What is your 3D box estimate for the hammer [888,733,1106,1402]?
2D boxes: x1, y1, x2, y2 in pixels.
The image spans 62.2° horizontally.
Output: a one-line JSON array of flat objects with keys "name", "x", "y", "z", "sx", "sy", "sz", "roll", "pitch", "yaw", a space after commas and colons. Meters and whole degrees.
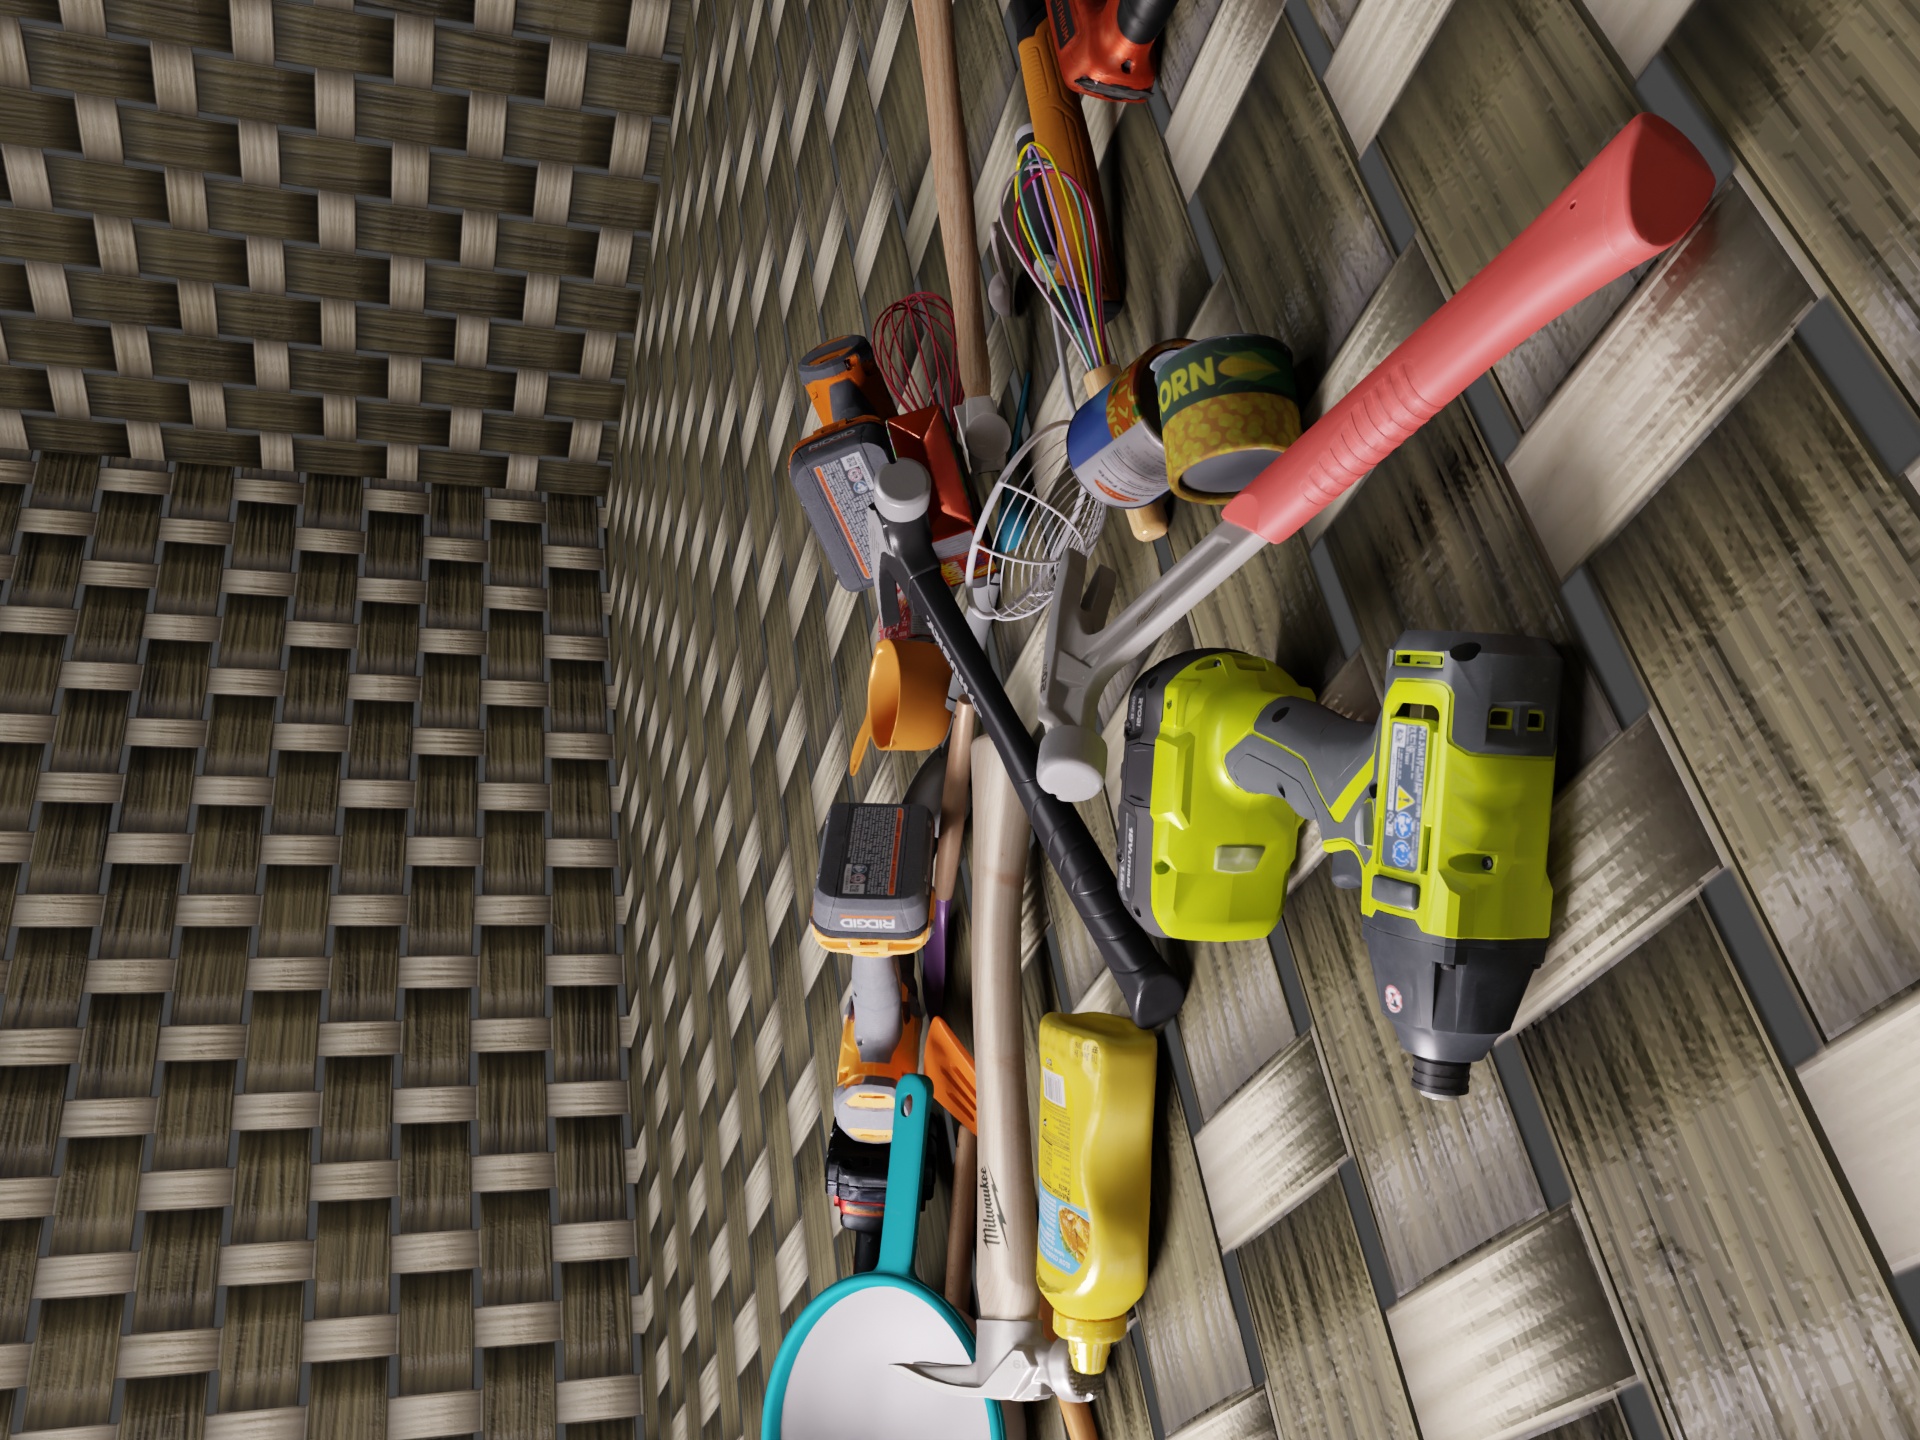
[{"name": "hammer", "x": 0.018, "y": 0.209, "z": 1.014, "sx": 0.146, "sy": 0.038, "sz": 0.411, "roll": -17, "pitch": 65, "yaw": 39}]

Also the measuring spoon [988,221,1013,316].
[{"name": "measuring spoon", "x": 0.023, "y": -0.309, "z": 1.081, "sx": 0.124, "sy": 0.018, "sz": 0.034, "roll": 46, "pitch": -134, "yaw": -80}]

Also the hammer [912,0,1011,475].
[{"name": "hammer", "x": -0.001, "y": -0.333, "z": 1.092, "sx": 0.130, "sy": 0.031, "sz": 0.331, "roll": -135, "pitch": 38, "yaw": -88}]

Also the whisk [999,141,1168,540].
[{"name": "whisk", "x": 0.073, "y": -0.218, "z": 0.910, "sx": 0.047, "sy": 0.051, "sz": 0.245, "roll": -23, "pitch": 79, "yaw": 36}]

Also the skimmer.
[{"name": "skimmer", "x": 0.034, "y": -0.235, "z": 1.009, "sx": 0.127, "sy": 0.090, "sz": 0.364, "roll": 66, "pitch": -164, "yaw": -62}]

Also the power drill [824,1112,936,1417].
[{"name": "power drill", "x": -0.064, "y": 0.414, "z": 1.214, "sx": 0.188, "sy": 0.080, "sz": 0.226, "roll": -93, "pitch": 7, "yaw": -83}]

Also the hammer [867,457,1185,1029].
[{"name": "hammer", "x": 0.032, "y": 0.020, "z": 0.898, "sx": 0.335, "sy": 0.035, "sz": 0.146, "roll": 61, "pitch": 166, "yaw": 18}]

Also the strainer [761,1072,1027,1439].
[{"name": "strainer", "x": -0.023, "y": 0.415, "z": 1.071, "sx": 0.211, "sy": 0.095, "sz": 0.340, "roll": -8, "pitch": 70, "yaw": 40}]

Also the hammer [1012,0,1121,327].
[{"name": "hammer", "x": 0.059, "y": -0.406, "z": 0.980, "sx": 0.034, "sy": 0.127, "sz": 0.337, "roll": 155, "pitch": 106, "yaw": -67}]

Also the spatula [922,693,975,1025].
[{"name": "spatula", "x": -0.010, "y": 0.110, "z": 1.161, "sx": 0.060, "sy": 0.018, "sz": 0.315, "roll": -110, "pitch": 21, "yaw": -50}]

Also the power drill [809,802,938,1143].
[{"name": "power drill", "x": -0.058, "y": 0.165, "z": 1.156, "sx": 0.185, "sy": 0.084, "sz": 0.226, "roll": -86, "pitch": -3, "yaw": -56}]

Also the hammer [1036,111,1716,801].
[{"name": "hammer", "x": 0.142, "y": -0.106, "z": 0.647, "sx": 0.359, "sy": 0.036, "sz": 0.149, "roll": -43, "pitch": 27, "yaw": 45}]

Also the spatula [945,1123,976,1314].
[{"name": "spatula", "x": -0.014, "y": 0.447, "z": 1.139, "sx": 0.082, "sy": 0.044, "sz": 0.317, "roll": -172, "pitch": 86, "yaw": -78}]

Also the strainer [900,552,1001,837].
[{"name": "strainer", "x": -0.002, "y": -0.004, "z": 1.162, "sx": 0.087, "sy": 0.050, "sz": 0.258, "roll": -19, "pitch": -55, "yaw": -63}]

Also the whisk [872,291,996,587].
[{"name": "whisk", "x": -0.014, "y": -0.213, "z": 1.180, "sx": 0.073, "sy": 0.073, "sz": 0.296, "roll": 116, "pitch": 149, "yaw": -49}]

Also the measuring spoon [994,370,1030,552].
[{"name": "measuring spoon", "x": 0.044, "y": -0.177, "z": 1.095, "sx": 0.042, "sy": 0.021, "sz": 0.128, "roll": 138, "pitch": 143, "yaw": -84}]

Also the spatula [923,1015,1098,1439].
[{"name": "spatula", "x": 0.033, "y": 0.335, "z": 1.018, "sx": 0.323, "sy": 0.041, "sz": 0.081, "roll": -110, "pitch": 22, "yaw": -45}]

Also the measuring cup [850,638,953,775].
[{"name": "measuring cup", "x": -0.048, "y": 0.001, "z": 1.281, "sx": 0.173, "sy": 0.052, "sz": 0.095, "roll": 119, "pitch": 148, "yaw": -56}]

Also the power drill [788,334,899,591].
[{"name": "power drill", "x": -0.070, "y": -0.190, "z": 1.236, "sx": 0.227, "sy": 0.084, "sz": 0.164, "roll": -96, "pitch": -16, "yaw": -58}]

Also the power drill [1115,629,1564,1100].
[{"name": "power drill", "x": 0.151, "y": 0.048, "z": 0.661, "sx": 0.223, "sy": 0.080, "sz": 0.171, "roll": -170, "pitch": 84, "yaw": -68}]
